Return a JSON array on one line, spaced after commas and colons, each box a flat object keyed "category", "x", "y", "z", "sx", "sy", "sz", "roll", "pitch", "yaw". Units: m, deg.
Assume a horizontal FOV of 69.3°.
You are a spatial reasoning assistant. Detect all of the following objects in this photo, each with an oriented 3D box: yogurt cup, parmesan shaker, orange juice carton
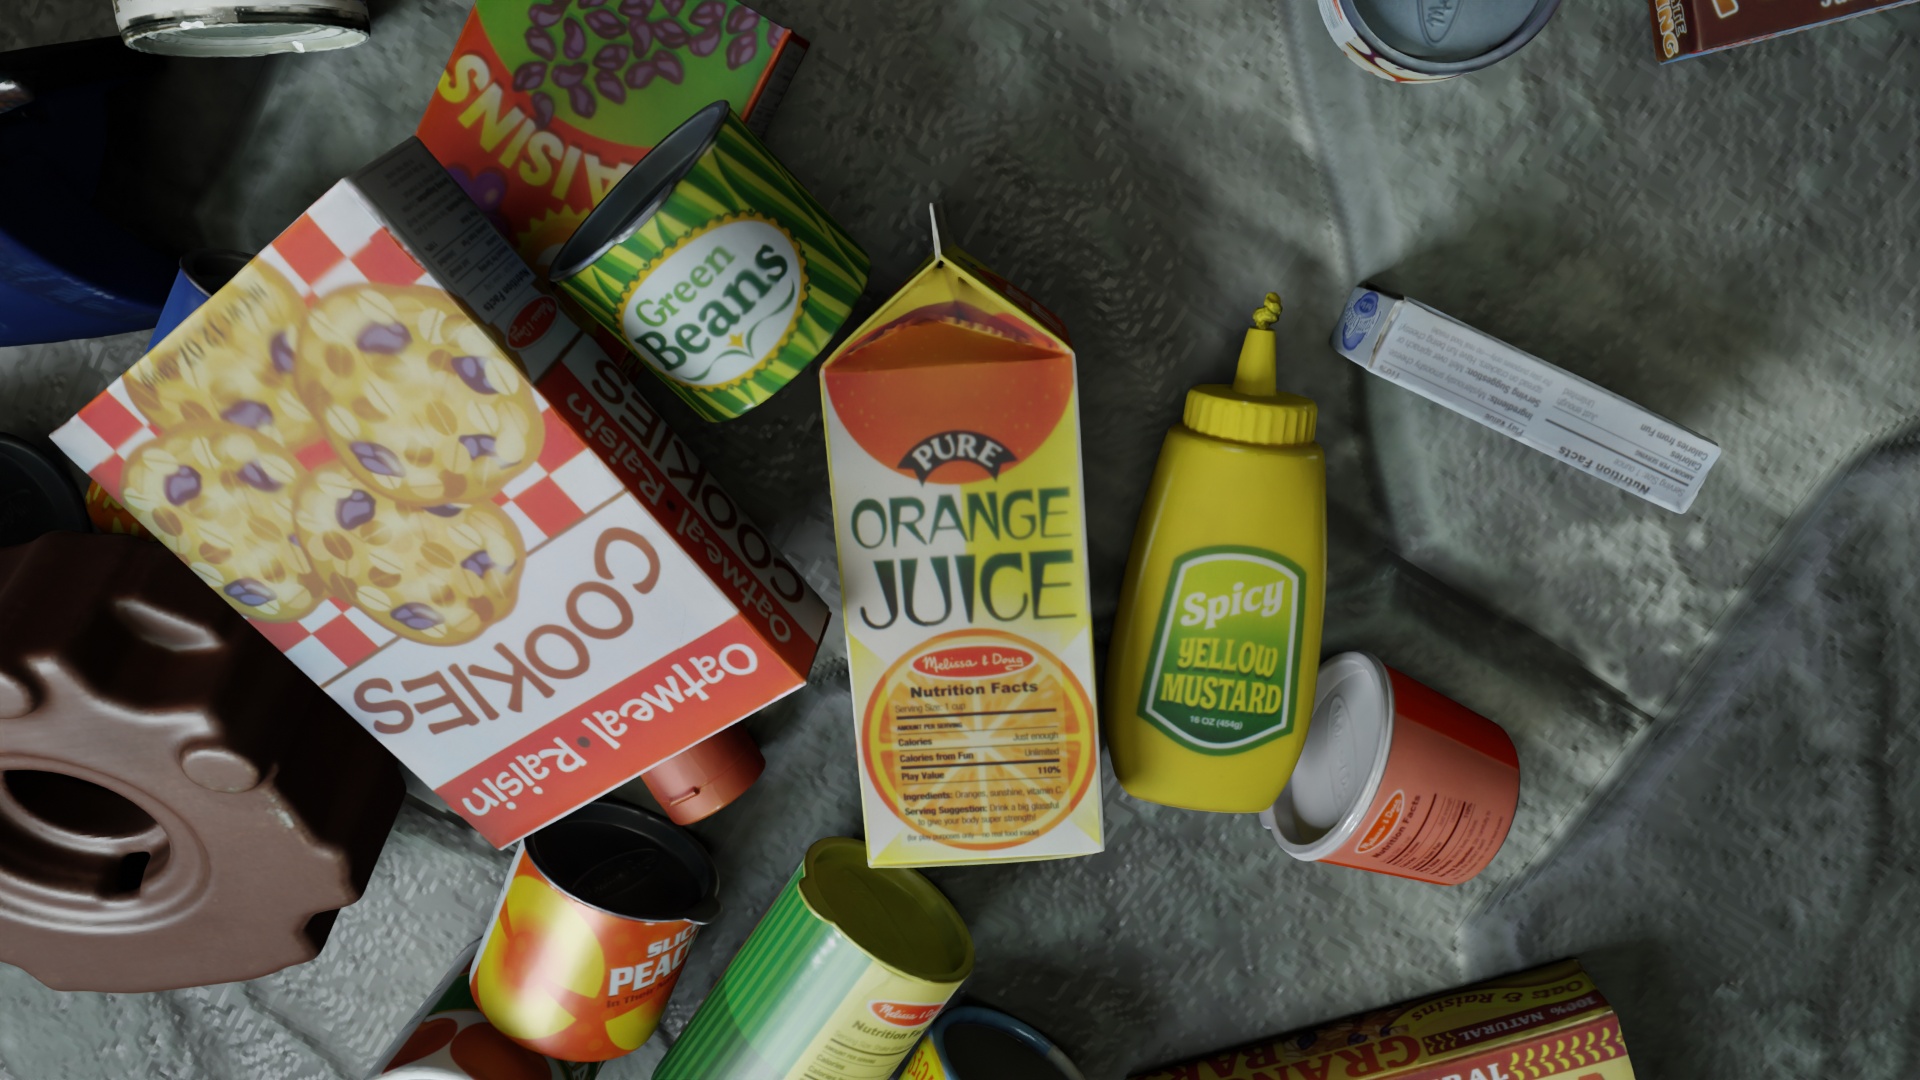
[{"category": "yogurt cup", "x": 0.137, "y": 0.074, "z": 0.438, "sx": 0.054, "sy": 0.072, "sz": 0.072, "roll": 20, "pitch": 103, "yaw": -10}, {"category": "parmesan shaker", "x": -0.053, "y": 0.159, "z": 0.463, "sx": 0.071, "sy": 0.071, "sz": 0.103, "roll": 34, "pitch": 103, "yaw": -5}, {"category": "orange juice carton", "x": 0.002, "y": -0.005, "z": 0.421, "sx": 0.073, "sy": 0.072, "sz": 0.192, "roll": -4, "pitch": 103, "yaw": 4}]

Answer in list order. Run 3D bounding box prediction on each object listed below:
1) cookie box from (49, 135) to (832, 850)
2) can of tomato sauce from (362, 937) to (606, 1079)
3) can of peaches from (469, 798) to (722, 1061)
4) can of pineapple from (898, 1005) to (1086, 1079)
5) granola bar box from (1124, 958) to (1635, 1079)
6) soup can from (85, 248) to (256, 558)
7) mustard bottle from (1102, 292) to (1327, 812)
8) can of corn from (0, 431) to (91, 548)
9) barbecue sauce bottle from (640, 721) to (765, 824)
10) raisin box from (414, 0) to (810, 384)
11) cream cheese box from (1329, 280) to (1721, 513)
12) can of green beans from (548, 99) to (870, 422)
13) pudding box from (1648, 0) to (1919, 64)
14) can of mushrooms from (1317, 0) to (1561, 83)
[{"category": "cookie box", "x": -0.135, "y": -0.003, "z": 0.378, "sx": 0.122, "sy": 0.040, "sz": 0.167, "roll": -30, "pitch": 113, "yaw": 23}, {"category": "can of tomato sauce", "x": -0.157, "y": 0.181, "z": 0.466, "sx": 0.071, "sy": 0.083, "sz": 0.071, "roll": 1, "pitch": 103, "yaw": 3}, {"category": "can of peaches", "x": -0.119, "y": 0.129, "z": 0.460, "sx": 0.071, "sy": 0.071, "sz": 0.058, "roll": 24, "pitch": 104, "yaw": -3}, {"category": "can of pineapple", "x": 0.004, "y": 0.201, "z": 0.470, "sx": 0.071, "sy": 0.071, "sz": 0.057, "roll": 28, "pitch": 102, "yaw": -4}, {"category": "granola bar box", "x": 0.155, "y": 0.229, "z": 0.483, "sx": 0.165, "sy": 0.039, "sz": 0.124, "roll": -18, "pitch": 101, "yaw": 7}, {"category": "soup can", "x": -0.217, "y": -0.036, "z": 0.427, "sx": 0.071, "sy": 0.071, "sz": 0.083, "roll": 29, "pitch": 103, "yaw": -4}, {"category": "mustard bottle", "x": 0.082, "y": 0.003, "z": 0.431, "sx": 0.065, "sy": 0.049, "sz": 0.159, "roll": 5, "pitch": 103, "yaw": -1}, {"category": "can of corn", "x": -0.328, "y": 0.001, "z": 0.441, "sx": 0.058, "sy": 0.071, "sz": 0.071, "roll": -11, "pitch": 102, "yaw": 6}, {"category": "barbecue sauce bottle", "x": -0.117, "y": 0.022, "z": 0.448, "sx": 0.064, "sy": 0.044, "sz": 0.148, "roll": -27, "pitch": 101, "yaw": 20}, {"category": "raisin box", "x": -0.112, "y": -0.117, "z": 0.419, "sx": 0.086, "sy": 0.040, "sz": 0.123, "roll": 30, "pitch": 103, "yaw": -5}, {"category": "cream cheese box", "x": 0.165, "y": -0.044, "z": 0.413, "sx": 0.104, "sy": 0.053, "sz": 0.024, "roll": 24, "pitch": 105, "yaw": -2}, {"category": "can of green beans", "x": -0.067, "y": -0.074, "z": 0.377, "sx": 0.071, "sy": 0.071, "sz": 0.057, "roll": -40, "pitch": 117, "yaw": 11}, {"category": "pudding box", "x": 0.241, "y": -0.171, "z": 0.393, "sx": 0.084, "sy": 0.030, "sz": 0.049, "roll": -13, "pitch": 101, "yaw": 6}, {"category": "can of mushrooms", "x": 0.139, "y": -0.166, "z": 0.398, "sx": 0.071, "sy": 0.033, "sz": 0.071, "roll": 1, "pitch": 102, "yaw": 3}]
